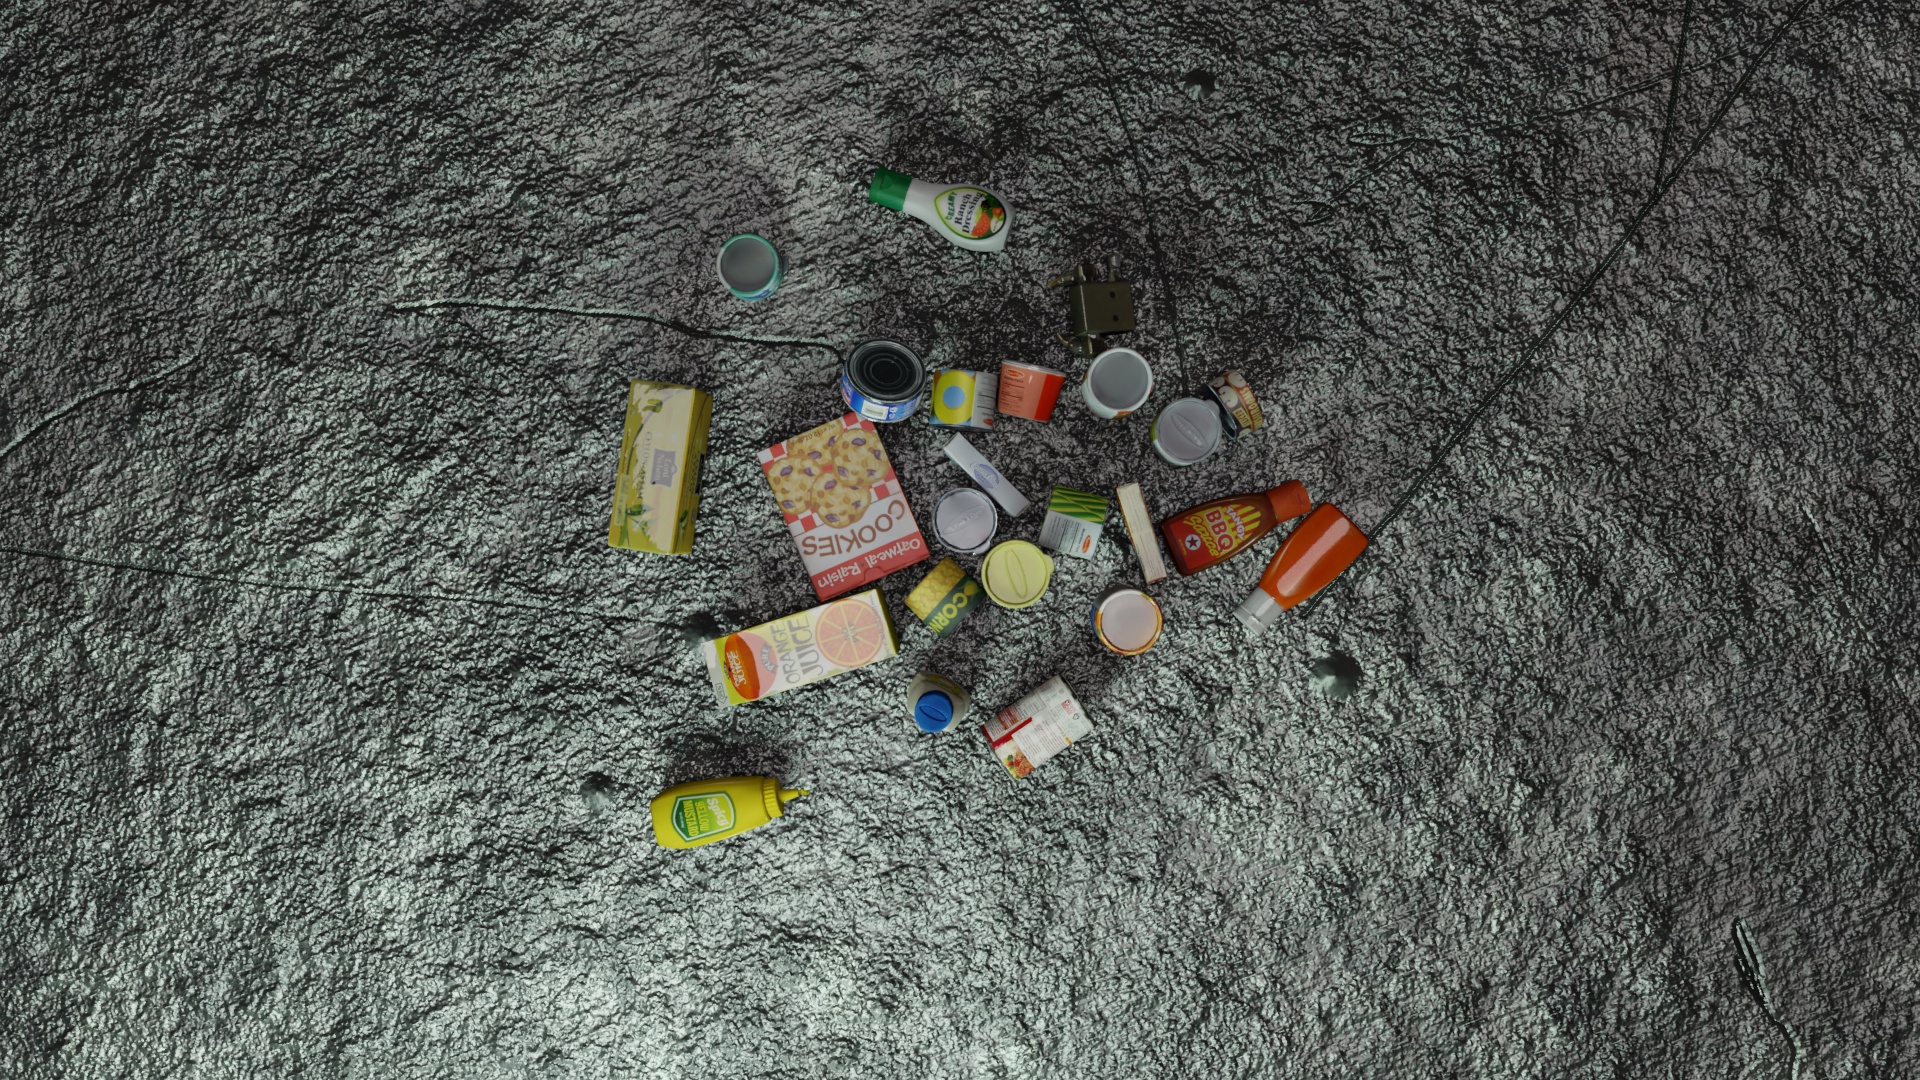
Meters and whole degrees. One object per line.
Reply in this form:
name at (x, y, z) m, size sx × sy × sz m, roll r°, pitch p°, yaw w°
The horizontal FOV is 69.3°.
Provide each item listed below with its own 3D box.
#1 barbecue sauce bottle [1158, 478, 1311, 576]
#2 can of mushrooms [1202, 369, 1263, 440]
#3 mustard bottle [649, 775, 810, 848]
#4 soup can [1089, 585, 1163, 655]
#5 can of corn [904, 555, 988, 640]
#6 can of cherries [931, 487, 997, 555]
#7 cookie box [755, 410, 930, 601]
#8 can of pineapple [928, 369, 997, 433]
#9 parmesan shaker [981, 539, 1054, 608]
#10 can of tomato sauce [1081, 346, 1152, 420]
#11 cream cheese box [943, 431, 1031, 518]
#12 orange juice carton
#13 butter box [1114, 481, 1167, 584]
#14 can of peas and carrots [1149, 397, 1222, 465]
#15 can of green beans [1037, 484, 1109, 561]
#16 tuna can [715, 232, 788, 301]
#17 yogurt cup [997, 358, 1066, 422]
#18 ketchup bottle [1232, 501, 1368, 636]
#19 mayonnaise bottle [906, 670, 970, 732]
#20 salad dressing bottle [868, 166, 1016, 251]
barbecue sauce bottle at (0.281, -0.018, 1.412) m, size 0.148 × 0.043 × 0.065 m, roll -23°, pitch 88°, yaw 1°
can of mushrooms at (0.276, -0.136, 1.400) m, size 0.033 × 0.071 × 0.071 m, roll -28°, pitch 89°, yaw 0°
mustard bottle at (-0.233, 0.270, 1.418) m, size 0.160 × 0.049 × 0.065 m, roll -13°, pitch 91°, yaw 1°
soup can at (0.167, 0.082, 1.394) m, size 0.071 × 0.084 × 0.071 m, roll 0°, pitch 90°, yaw 1°
can of corn at (-0.015, 0.059, 1.404) m, size 0.058 × 0.071 × 0.071 m, roll 43°, pitch 91°, yaw 2°
can of cherries at (0.005, -0.018, 1.411) m, size 0.071 × 0.058 × 0.071 m, roll 0°, pitch 89°, yaw 0°
cookie box at (-0.119, -0.037, 1.422) m, size 0.123 × 0.040 × 0.167 m, roll -23°, pitch 89°, yaw 0°
can of pineapple at (0.001, -0.141, 1.408) m, size 0.071 × 0.071 × 0.058 m, roll 5°, pitch 90°, yaw 1°
parmesan shaker at (0.058, 0.031, 1.387) m, size 0.071 × 0.103 × 0.071 m, roll 0°, pitch 90°, yaw 2°
can of tomato sauce at (0.158, -0.159, 1.396) m, size 0.071 × 0.083 × 0.071 m, roll 0°, pitch 90°, yaw 1°
cream cheese box at (0.026, -0.065, 1.413) m, size 0.104 × 0.053 × 0.024 m, roll 44°, pitch 89°, yaw 1°
orange juice carton at (-0.163, 0.108, 1.406) m, size 0.193 × 0.073 × 0.072 m, roll -18°, pitch 90°, yaw 2°
butter box at (0.183, -0.009, 1.409) m, size 0.024 × 0.053 × 0.103 m, roll -18°, pitch 89°, yaw 4°
can of peas and carrots at (0.229, -0.111, 1.406) m, size 0.071 × 0.059 × 0.071 m, roll 0°, pitch 90°, yaw 1°
can of green beans at (0.114, -0.018, 1.404) m, size 0.058 × 0.071 × 0.071 m, roll 16°, pitch 90°, yaw 2°
tuna can at (-0.214, -0.282, 1.429) m, size 0.071 × 0.033 × 0.071 m, roll 0°, pitch 90°, yaw 2°
yogurt cup at (0.069, -0.152, 1.408) m, size 0.072 × 0.072 × 0.054 m, roll 13°, pitch 98°, yaw 1°
ketchup bottle at (0.341, 0.033, 1.410) m, size 0.065 × 0.043 × 0.149 m, roll 44°, pitch 91°, yaw 2°
mayonnaise bottle at (-0.023, 0.160, 1.365) m, size 0.065 × 0.148 × 0.041 m, roll 27°, pitch 91°, yaw 1°
salad dressing bottle at (-0.019, -0.341, 1.420) m, size 0.148 × 0.044 × 0.064 m, roll 19°, pitch 89°, yaw 1°
